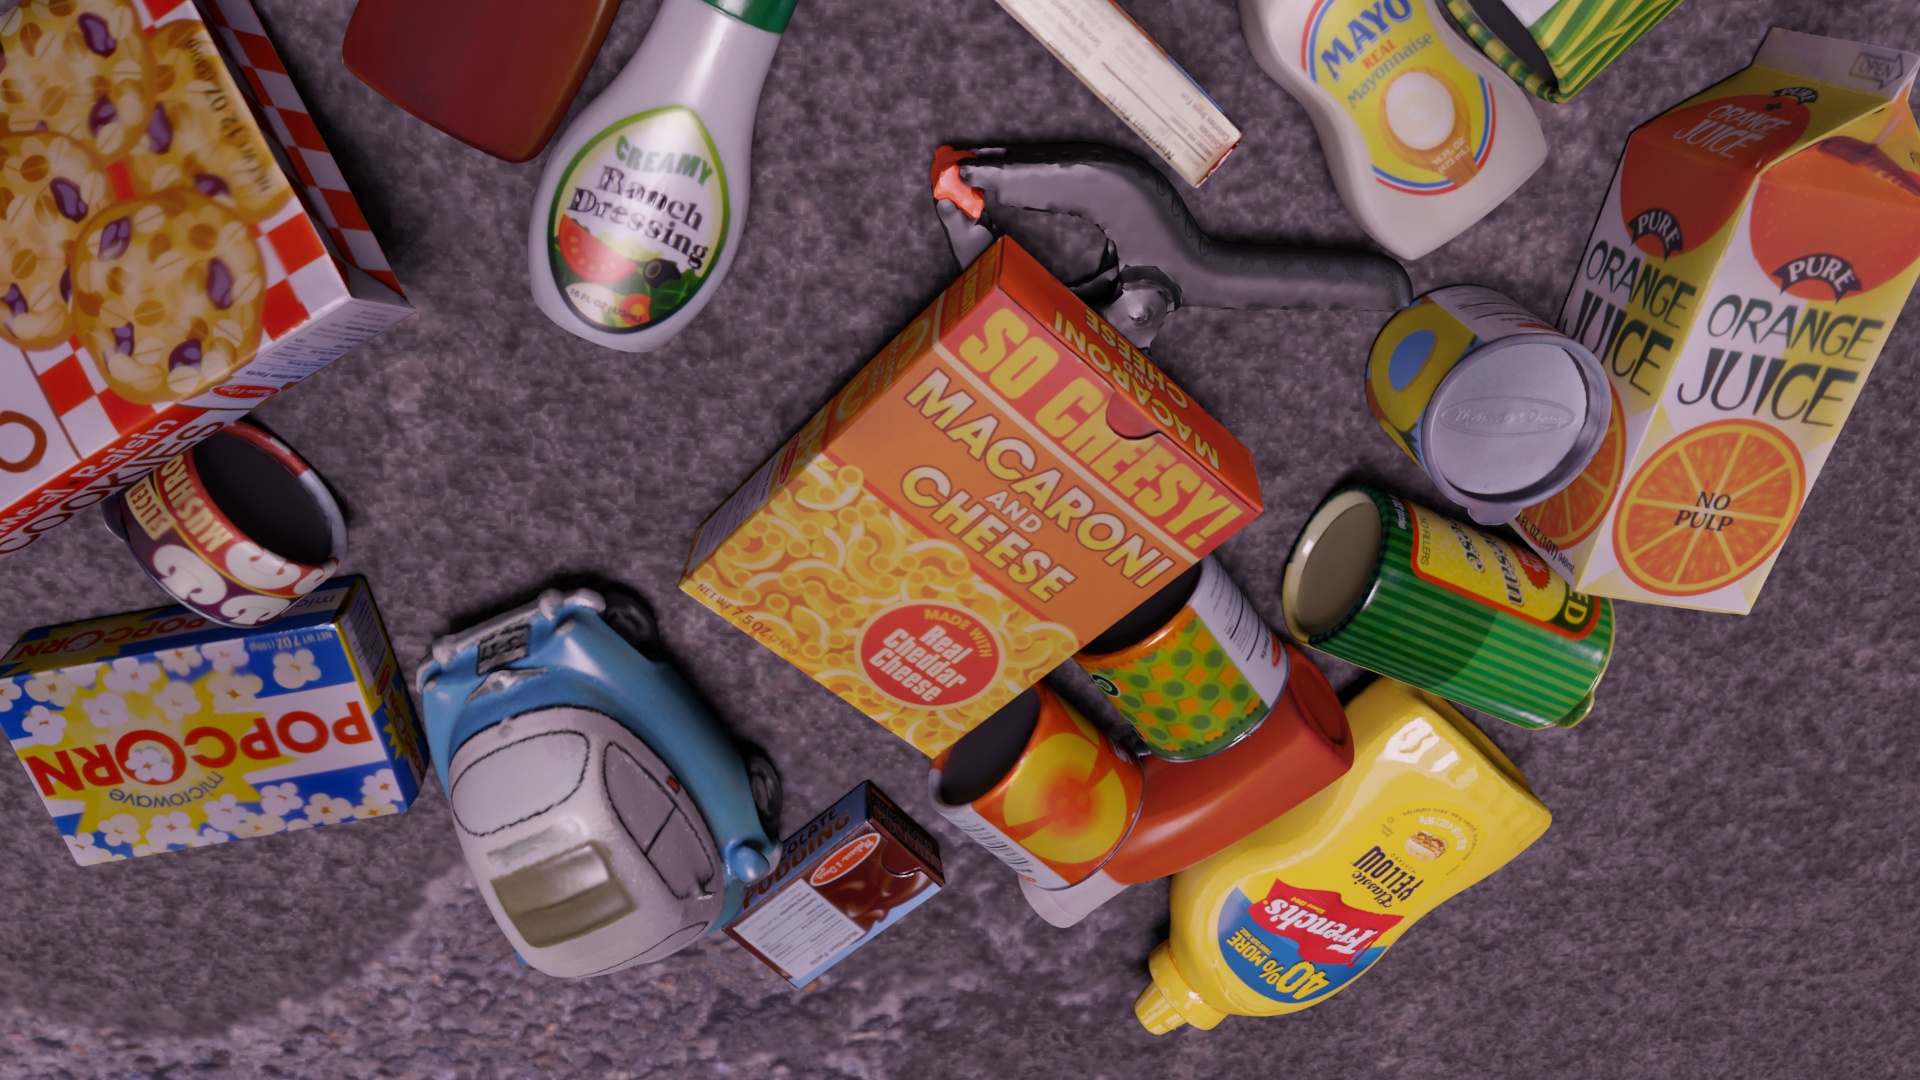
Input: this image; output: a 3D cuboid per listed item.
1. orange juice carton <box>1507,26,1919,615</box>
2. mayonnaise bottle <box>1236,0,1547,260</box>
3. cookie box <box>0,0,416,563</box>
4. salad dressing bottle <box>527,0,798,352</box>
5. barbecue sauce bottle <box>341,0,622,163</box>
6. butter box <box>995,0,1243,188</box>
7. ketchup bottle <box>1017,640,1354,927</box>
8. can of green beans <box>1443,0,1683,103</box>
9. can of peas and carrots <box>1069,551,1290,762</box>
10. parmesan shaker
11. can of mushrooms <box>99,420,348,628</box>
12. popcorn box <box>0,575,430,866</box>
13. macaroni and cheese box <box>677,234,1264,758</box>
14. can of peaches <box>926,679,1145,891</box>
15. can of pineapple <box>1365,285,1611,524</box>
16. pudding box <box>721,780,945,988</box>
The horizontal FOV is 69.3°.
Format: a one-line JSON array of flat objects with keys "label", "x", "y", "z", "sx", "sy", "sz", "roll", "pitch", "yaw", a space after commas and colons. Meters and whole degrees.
[{"label": "orange juice carton", "x": 0.264, "y": -0.076, "z": 0.484, "sx": 0.073, "sy": 0.072, "sz": 0.191, "roll": 7, "pitch": 116, "yaw": -10}, {"label": "mayonnaise bottle", "x": 0.124, "y": -0.162, "z": 0.442, "sx": 0.064, "sy": 0.041, "sz": 0.148, "roll": -39, "pitch": 115, "yaw": 15}, {"label": "cookie box", "x": -0.266, "y": -0.082, "z": 0.413, "sx": 0.167, "sy": 0.040, "sz": 0.123, "roll": -29, "pitch": 88, "yaw": 8}, {"label": "salad dressing bottle", "x": -0.087, "y": -0.132, "z": 0.432, "sx": 0.064, "sy": 0.044, "sz": 0.147, "roll": 21, "pitch": 112, "yaw": -19}, {"label": "barbecue sauce bottle", "x": -0.119, "y": -0.188, "z": 0.401, "sx": 0.065, "sy": 0.044, "sz": 0.148, "roll": 29, "pitch": 110, "yaw": -19}, {"label": "butter box", "x": 0.041, "y": -0.157, "z": 0.429, "sx": 0.103, "sy": 0.053, "sz": 0.024, "roll": 37, "pitch": 110, "yaw": -21}, {"label": "ketchup bottle", "x": 0.087, "y": 0.104, "z": 0.563, "sx": 0.043, "sy": 0.065, "sz": 0.148, "roll": 40, "pitch": 115, "yaw": -21}, {"label": "can of green beans", "x": 0.187, "y": -0.179, "z": 0.427, "sx": 0.057, "sy": 0.071, "sz": 0.071, "roll": -42, "pitch": 114, "yaw": 15}, {"label": "can of peas and carrots", "x": 0.079, "y": 0.041, "z": 0.526, "sx": 0.071, "sy": 0.071, "sz": 0.058, "roll": -35, "pitch": 114, "yaw": 11}, {"label": "parmesan shaker", "x": 0.184, "y": 0.027, "z": 0.527, "sx": 0.103, "sy": 0.071, "sz": 0.071, "roll": 20, "pitch": 113, "yaw": -16}, {"label": "can of mushrooms", "x": -0.243, "y": -0.007, "z": 0.463, "sx": 0.033, "sy": 0.071, "sz": 0.071, "roll": -35, "pitch": 115, "yaw": 10}, {"label": "popcorn box", "x": -0.274, "y": 0.067, "z": 0.514, "sx": 0.127, "sy": 0.038, "sz": 0.084, "roll": -9, "pitch": 118, "yaw": -2}, {"label": "macaroni and cheese box", "x": 0.002, "y": -0.006, "z": 0.488, "sx": 0.123, "sy": 0.040, "sz": 0.166, "roll": 37, "pitch": 121, "yaw": -22}, {"label": "can of peaches", "x": 0.030, "y": 0.092, "z": 0.547, "sx": 0.058, "sy": 0.071, "sz": 0.071, "roll": 40, "pitch": 106, "yaw": -22}, {"label": "can of pineapple", "x": 0.185, "y": -0.050, "z": 0.496, "sx": 0.071, "sy": 0.058, "sz": 0.070, "roll": -2, "pitch": 117, "yaw": -5}, {"label": "pudding box", "x": -0.053, "y": 0.146, "z": 0.583, "sx": 0.083, "sy": 0.030, "sz": 0.049, "roll": -38, "pitch": 113, "yaw": 12}]
